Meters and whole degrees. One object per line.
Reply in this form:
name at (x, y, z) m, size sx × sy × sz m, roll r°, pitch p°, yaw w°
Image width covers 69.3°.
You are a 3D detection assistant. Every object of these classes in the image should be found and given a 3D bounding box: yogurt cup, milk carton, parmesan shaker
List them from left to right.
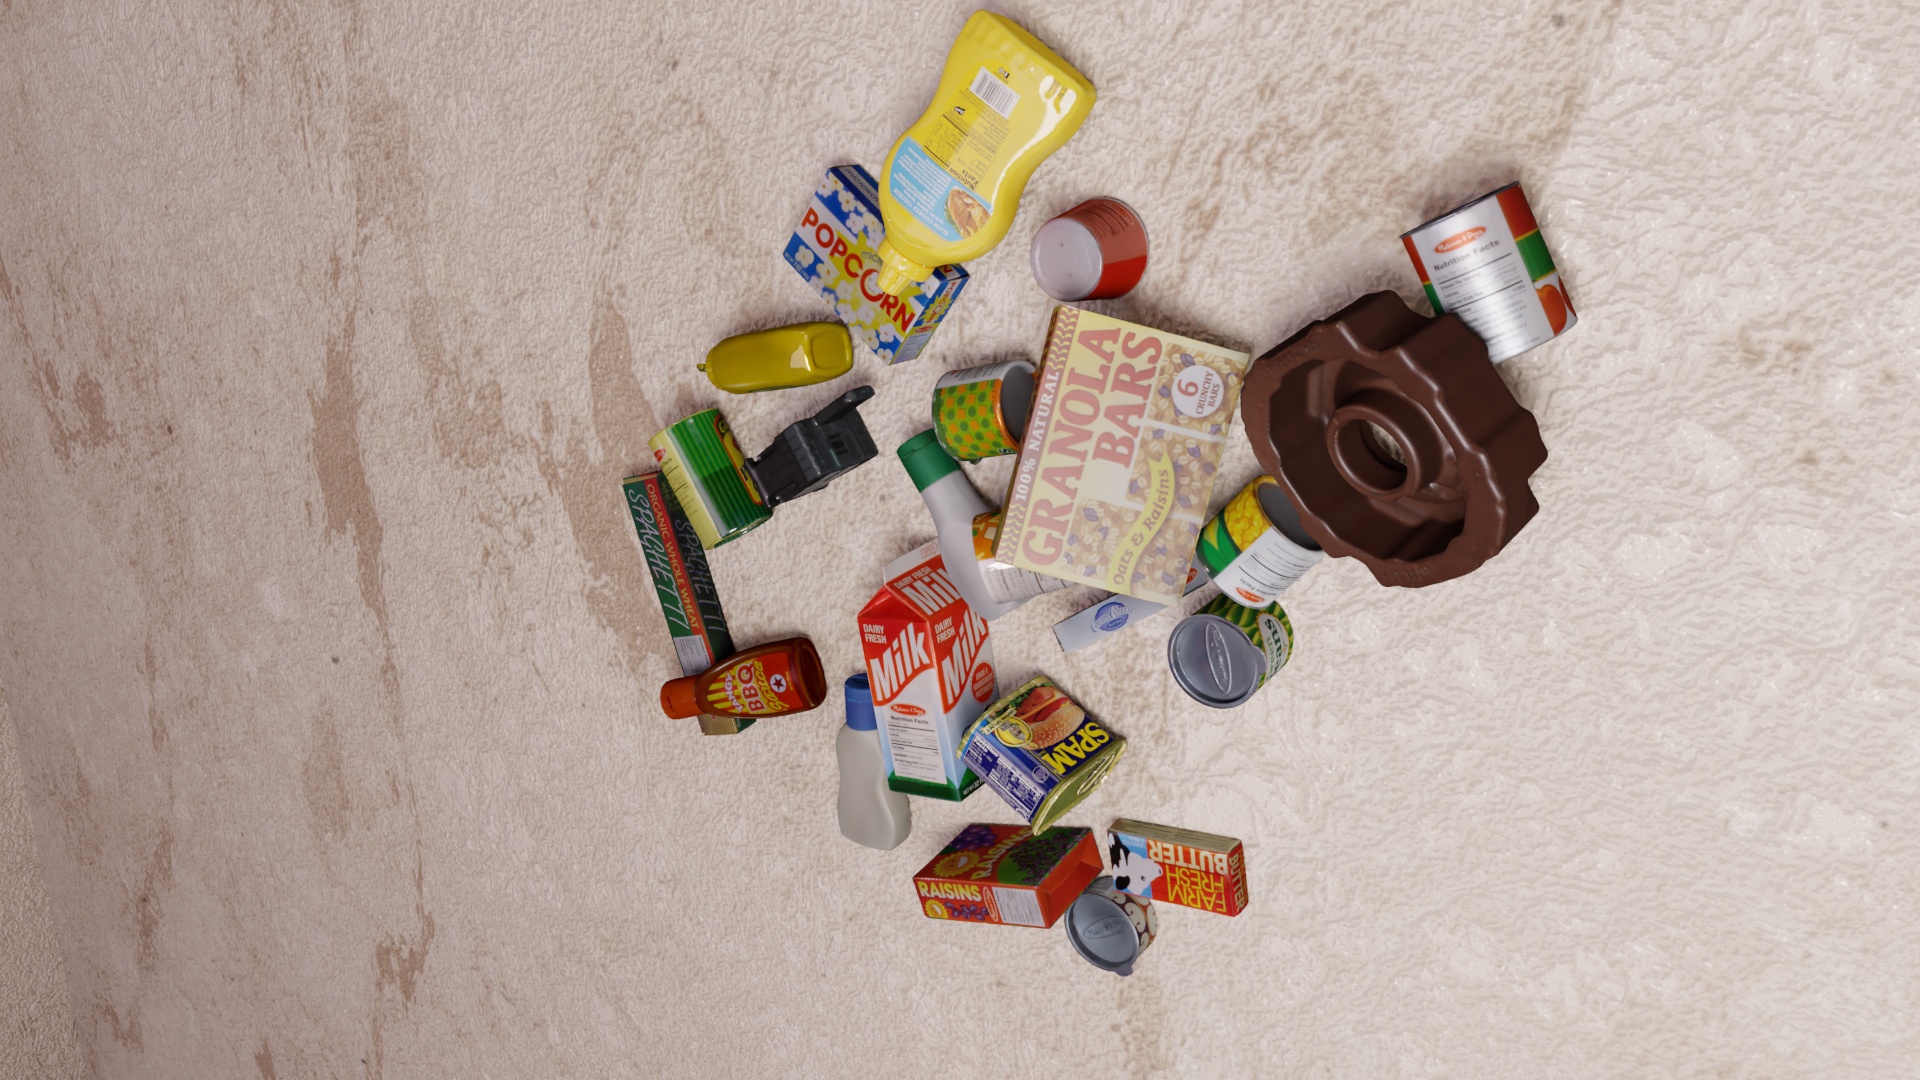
parmesan shaker at (-0.210, -0.051, 1.170) m, size 0.071 × 0.071 × 0.103 m, roll -29°, pitch 89°, yaw 40°
milk carton at (-0.023, 0.099, 1.080) m, size 0.073 × 0.072 × 0.190 m, roll 1°, pitch 109°, yaw 37°
yogurt cup at (0.082, -0.187, 0.905) m, size 0.072 × 0.054 × 0.072 m, roll 14°, pitch 115°, yaw 32°

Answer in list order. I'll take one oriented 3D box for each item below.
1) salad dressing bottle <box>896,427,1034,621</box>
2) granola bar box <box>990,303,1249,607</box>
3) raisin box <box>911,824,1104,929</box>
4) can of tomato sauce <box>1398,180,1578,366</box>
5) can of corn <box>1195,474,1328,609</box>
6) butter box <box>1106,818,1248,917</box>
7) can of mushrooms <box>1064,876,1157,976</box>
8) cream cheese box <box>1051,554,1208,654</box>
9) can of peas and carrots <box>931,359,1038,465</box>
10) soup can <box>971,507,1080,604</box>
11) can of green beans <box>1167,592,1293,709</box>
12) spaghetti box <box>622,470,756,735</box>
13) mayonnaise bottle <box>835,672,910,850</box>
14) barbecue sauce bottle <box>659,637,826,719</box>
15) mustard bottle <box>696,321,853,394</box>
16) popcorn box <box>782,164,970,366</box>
salad dressing bottle at (0.004, -0.013, 1.037) m, size 0.064 × 0.044 × 0.147 m, roll -33°, pitch 84°, yaw 35°
granola bar box at (0.099, -0.054, 0.881) m, size 0.124 × 0.039 × 0.165 m, roll 14°, pitch 96°, yaw -4°
raisin box at (0.037, 0.261, 1.086) m, size 0.123 × 0.086 × 0.040 m, roll -7°, pitch 108°, yaw 38°
can of tomato sauce at (0.288, -0.143, 0.757) m, size 0.071 × 0.071 × 0.083 m, roll -22°, pitch 96°, yaw 40°
can of corn at (0.193, -0.002, 0.885) m, size 0.071 × 0.071 × 0.058 m, roll 50°, pitch 128°, yaw 11°
butter box at (0.159, 0.241, 1.026) m, size 0.103 × 0.024 × 0.053 m, roll 3°, pitch 108°, yaw 36°
can of mushrooms at (0.117, 0.298, 1.074) m, size 0.071 × 0.033 × 0.070 m, roll 13°, pitch 114°, yaw 32°
cream cheese box at (0.118, 0.045, 0.965) m, size 0.103 × 0.053 × 0.024 m, roll -31°, pitch 83°, yaw 40°
can of peas and carrots at (0.023, -0.089, 0.978) m, size 0.058 × 0.071 × 0.070 m, roll -5°, pitch 104°, yaw 38°
soup can at (0.057, 0.002, 0.968) m, size 0.084 × 0.071 × 0.071 m, roll -14°, pitch 99°, yaw 11°
can of green beans at (0.180, 0.071, 0.924) m, size 0.071 × 0.058 × 0.071 m, roll 14°, pitch 115°, yaw 33°
spaghetti box at (-0.245, 0.057, 1.260) m, size 0.050 × 0.029 × 0.249 m, roll -8°, pitch 102°, yaw 38°
mayonnaise bottle at (-0.076, 0.186, 1.174) m, size 0.065 × 0.041 × 0.147 m, roll 10°, pitch 112°, yaw 32°
barbecue sauce bottle at (-0.192, 0.127, 1.213) m, size 0.148 × 0.044 × 0.064 m, roll -13°, pitch 97°, yaw 24°
mustard bottle at (-0.156, -0.142, 1.098) m, size 0.160 × 0.065 × 0.048 m, roll -2°, pitch 101°, yaw 43°
popcorn box at (-0.064, -0.202, 1.019) m, size 0.127 × 0.038 × 0.084 m, roll 47°, pitch 127°, yaw 13°
